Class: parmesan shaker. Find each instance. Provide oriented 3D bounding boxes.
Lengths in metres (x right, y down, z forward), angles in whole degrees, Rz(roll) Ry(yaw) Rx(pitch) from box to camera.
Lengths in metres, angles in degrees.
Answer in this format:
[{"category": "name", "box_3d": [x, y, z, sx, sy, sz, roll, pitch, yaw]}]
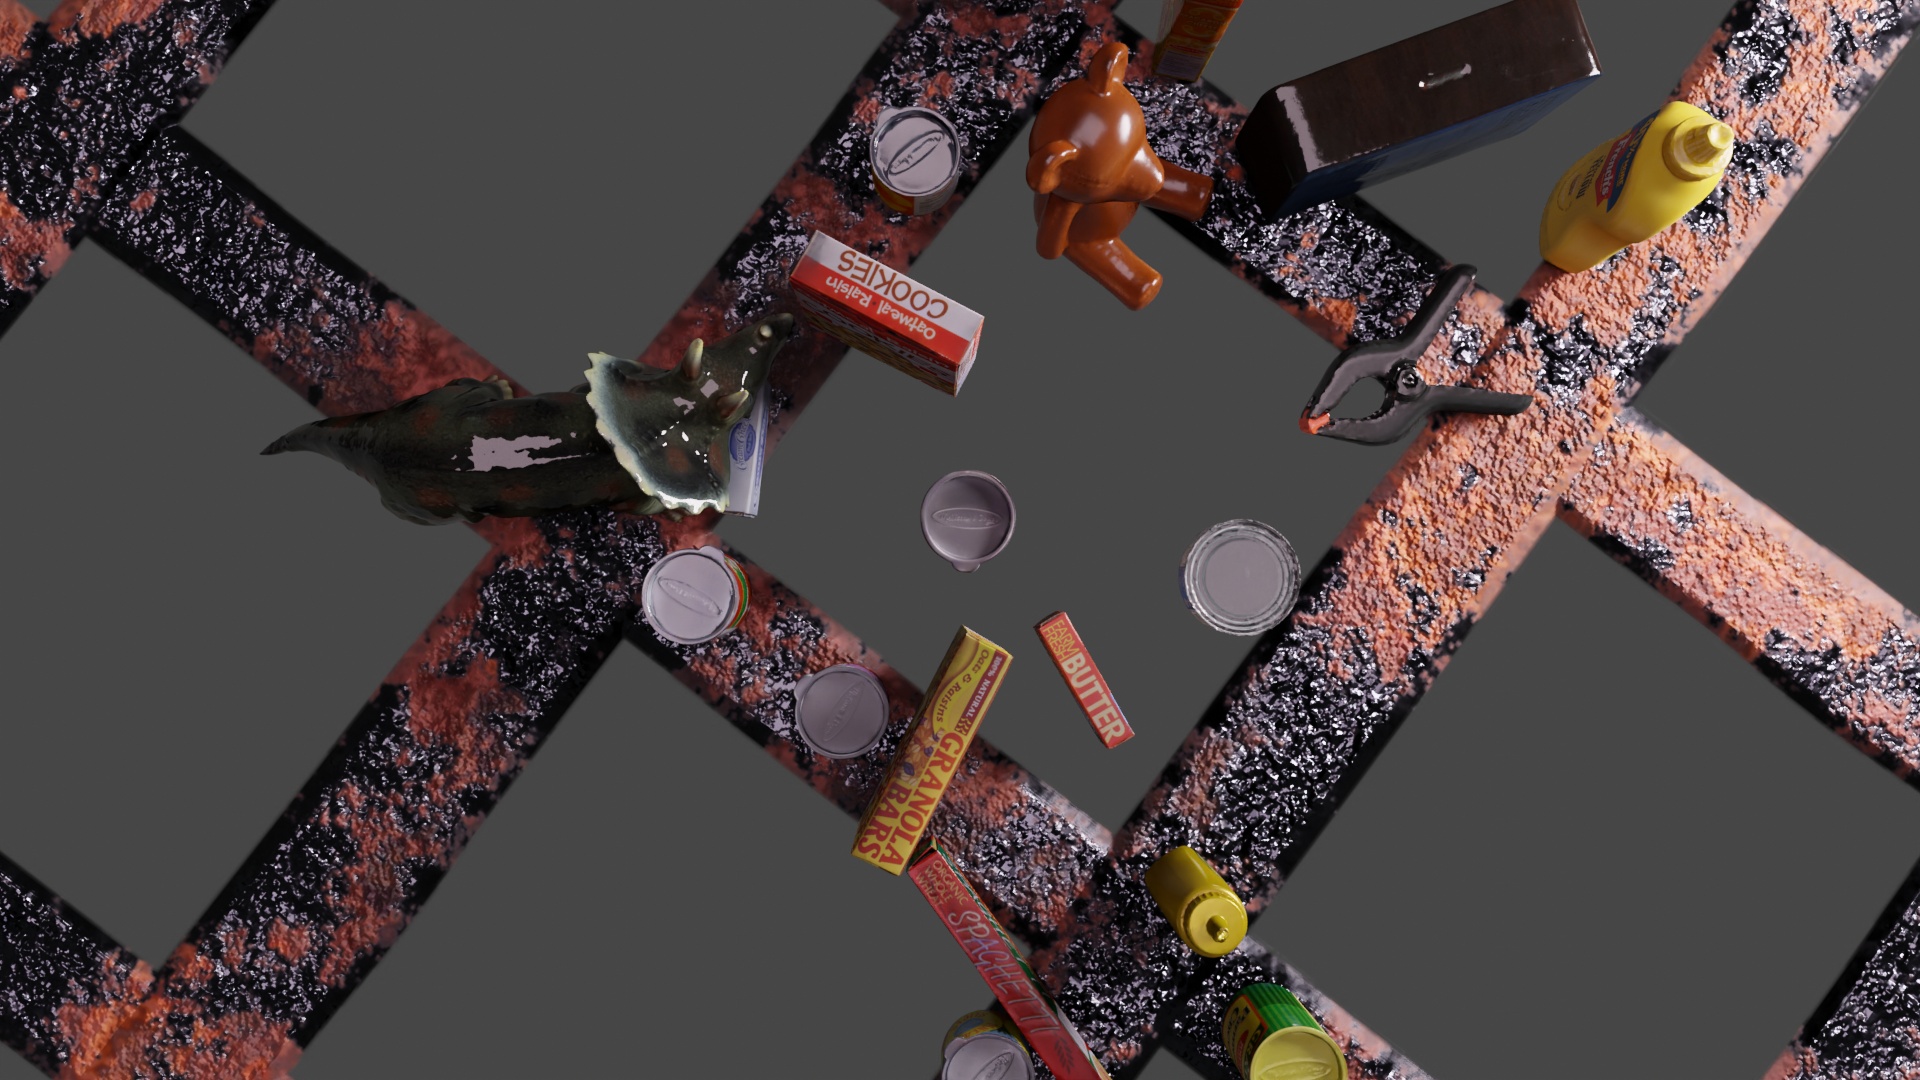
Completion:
[{"category": "parmesan shaker", "box_3d": [0.226, 0.364, 0.984, 0.071, 0.103, 0.071, 0, 88, -2]}]

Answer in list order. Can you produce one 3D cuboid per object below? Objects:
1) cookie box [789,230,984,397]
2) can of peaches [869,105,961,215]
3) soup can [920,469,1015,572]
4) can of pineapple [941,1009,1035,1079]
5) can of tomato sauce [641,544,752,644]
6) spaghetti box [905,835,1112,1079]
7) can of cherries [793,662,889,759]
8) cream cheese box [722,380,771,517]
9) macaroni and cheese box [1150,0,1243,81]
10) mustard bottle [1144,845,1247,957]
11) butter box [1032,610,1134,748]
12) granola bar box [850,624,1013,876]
[{"category": "cookie box", "box_3d": [-0.049, -0.151, 0.962, 0.123, 0.167, 0.040, 27, 88, -1]}, {"category": "can of peaches", "box_3d": [-0.034, -0.280, 1.022, 0.071, 0.058, 0.071, 0, 88, -2]}, {"category": "soup can", "box_3d": [0.004, -0.013, 1.000, 0.071, 0.084, 0.071, 0, 88, -2]}, {"category": "can of pineapple", "box_3d": [0.018, 0.377, 1.000, 0.071, 0.058, 0.071, 0, 88, -2]}, {"category": "can of tomato sauce", "box_3d": [-0.186, 0.037, 0.993, 0.071, 0.083, 0.071, 0, 88, -2]}, {"category": "spaghetti box", "box_3d": [0.042, 0.324, 1.006, 0.029, 0.050, 0.250, -36, 89, -2]}, {"category": "can of cherries", "box_3d": [-0.086, 0.120, 1.006, 0.071, 0.058, 0.071, 0, 88, -2]}, {"category": "cream cheese box", "box_3d": [-0.157, -0.069, 1.013, 0.024, 0.053, 0.104, 7, 88, -1]}, {"category": "macaroni and cheese box", "box_3d": [0.175, -0.413, 0.978, 0.040, 0.166, 0.123, 10, 88, -1]}, {"category": "mustard bottle", "box_3d": [0.167, 0.255, 0.957, 0.049, 0.160, 0.065, -38, 90, -2]}, {"category": "butter box", "box_3d": [0.089, 0.101, 1.014, 0.024, 0.053, 0.103, -30, 89, -2]}, {"category": "granola bar box", "box_3d": [-0.019, 0.143, 0.974, 0.039, 0.124, 0.165, 28, 88, -1]}]
